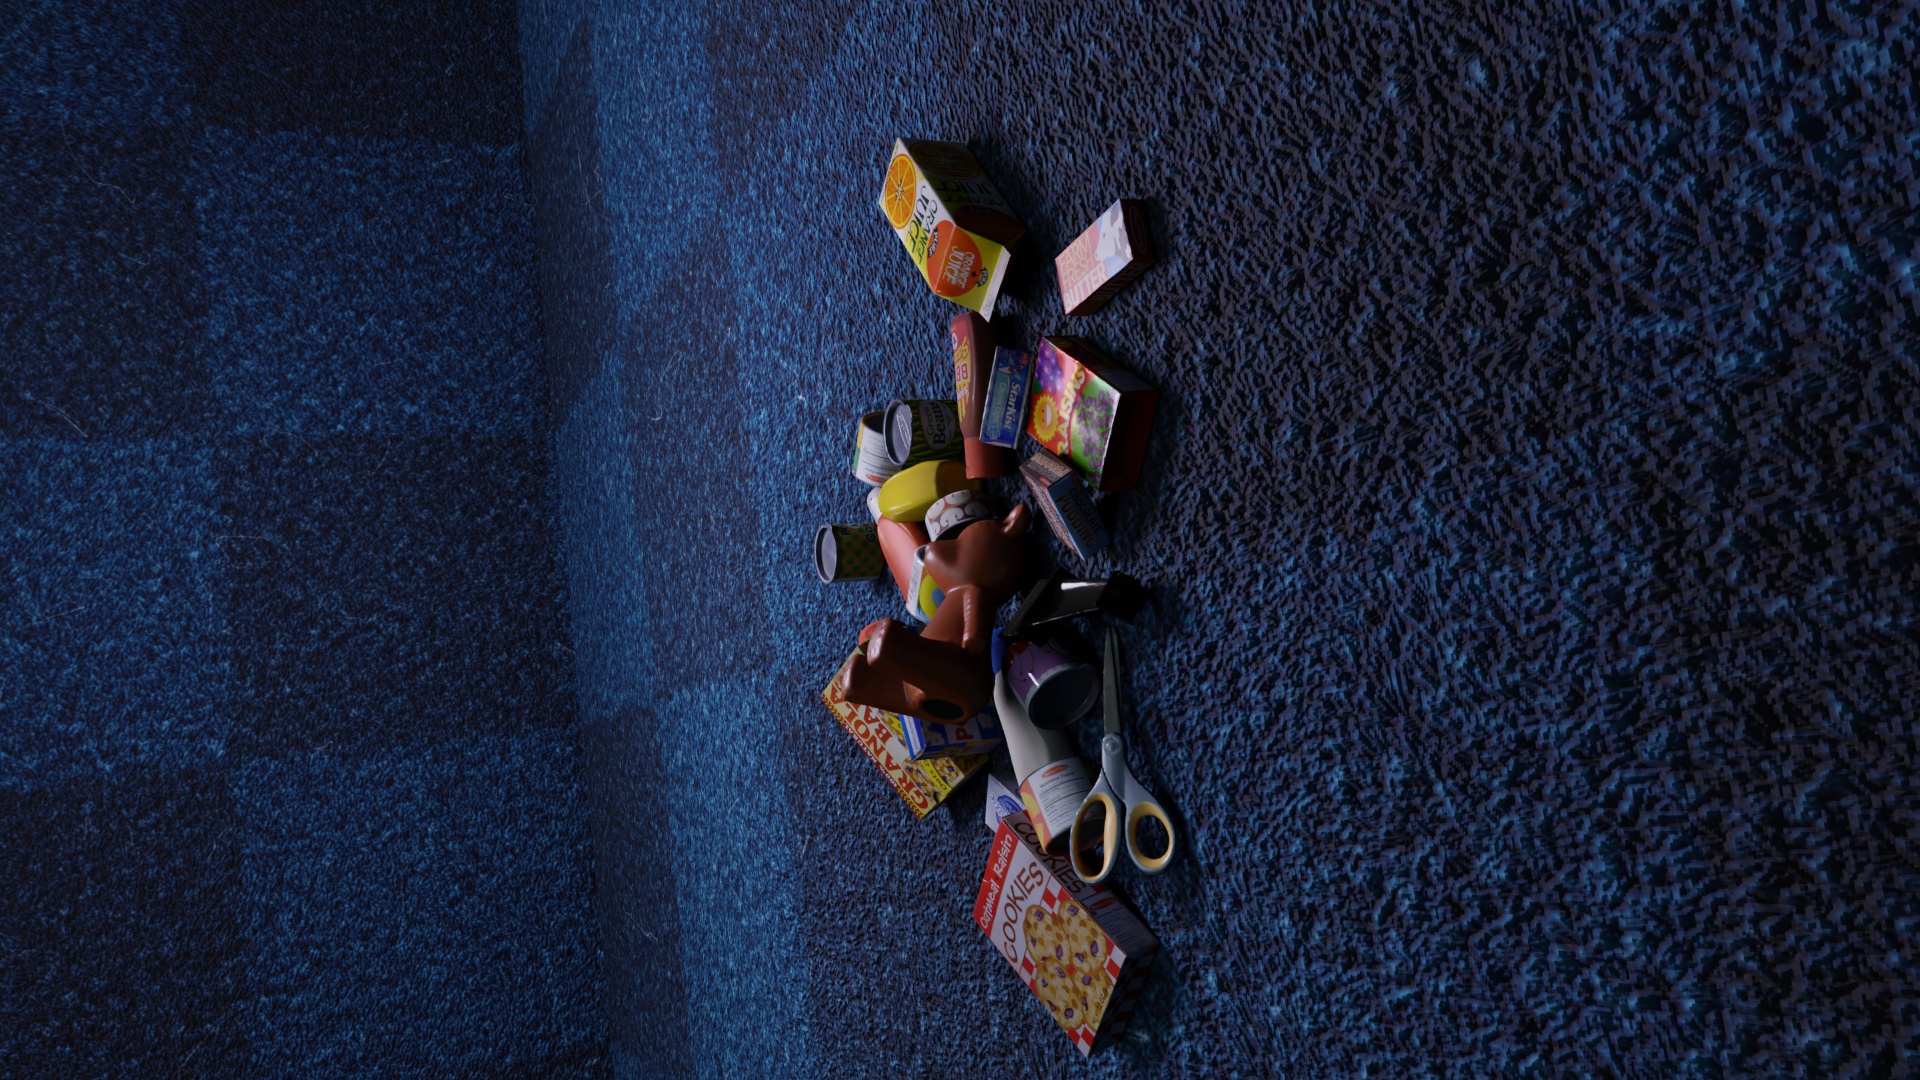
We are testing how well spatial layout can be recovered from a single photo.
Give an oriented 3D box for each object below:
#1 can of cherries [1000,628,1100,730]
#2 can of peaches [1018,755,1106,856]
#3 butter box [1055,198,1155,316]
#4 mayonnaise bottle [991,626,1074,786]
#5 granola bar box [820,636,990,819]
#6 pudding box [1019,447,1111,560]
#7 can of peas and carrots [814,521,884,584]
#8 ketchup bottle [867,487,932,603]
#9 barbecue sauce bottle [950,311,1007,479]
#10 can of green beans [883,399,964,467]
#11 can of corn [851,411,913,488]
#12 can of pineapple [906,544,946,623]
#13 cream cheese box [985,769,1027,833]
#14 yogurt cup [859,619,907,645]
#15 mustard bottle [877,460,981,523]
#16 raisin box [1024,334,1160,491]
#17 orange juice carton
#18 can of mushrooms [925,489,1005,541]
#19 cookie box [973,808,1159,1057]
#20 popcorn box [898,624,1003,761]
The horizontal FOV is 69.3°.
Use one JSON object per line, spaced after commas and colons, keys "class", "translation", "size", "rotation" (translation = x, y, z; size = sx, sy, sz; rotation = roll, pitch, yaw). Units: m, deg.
{"class": "can of cherries", "translation": [0.076, 0.112, 1.156], "size": [0.058, 0.071, 0.071], "rotation": [55, 139, 48]}
{"class": "can of peaches", "translation": [0.090, 0.220, 1.141], "size": [0.058, 0.071, 0.070], "rotation": [66, 146, 34]}
{"class": "butter box", "translation": [0.112, -0.220, 1.089], "size": [0.103, 0.024, 0.053], "rotation": [-34, 62, 59]}
{"class": "mayonnaise bottle", "translation": [0.058, 0.147, 1.220], "size": [0.064, 0.041, 0.148], "rotation": [-54, 45, 50]}
{"class": "granola bar box", "translation": [-0.059, 0.185, 1.377], "size": [0.166, 0.039, 0.123], "rotation": [49, 143, 10]}
{"class": "pudding box", "translation": [0.085, -0.029, 1.114], "size": [0.050, 0.030, 0.083], "rotation": [43, 167, 53]}
{"class": "can of peas and carrots", "translation": [-0.123, 0.011, 1.538], "size": [0.071, 0.059, 0.071], "rotation": [11, 102, 62]}
{"class": "ketchup bottle", "translation": [-0.056, 0.002, 1.421], "size": [0.149, 0.043, 0.064], "rotation": [60, 140, 41]}
{"class": "barbecue sauce bottle", "translation": [0.019, -0.130, 1.259], "size": [0.065, 0.044, 0.148], "rotation": [173, 93, -75]}
{"class": "can of green beans", "translation": [-0.036, -0.105, 1.355], "size": [0.071, 0.058, 0.071], "rotation": [13, 104, 62]}
{"class": "can of corn", "translation": [-0.074, -0.094, 1.424], "size": [0.071, 0.071, 0.058], "rotation": [50, 135, 49]}
{"class": "can of pineapple", "translation": [-0.014, 0.042, 1.323], "size": [0.071, 0.071, 0.057], "rotation": [43, 130, 53]}
{"class": "cream cheese box", "translation": [0.057, 0.253, 1.251], "size": [0.104, 0.024, 0.053], "rotation": [31, 122, 58]}
{"class": "yogurt cup", "translation": [-0.075, 0.119, 1.453], "size": [0.072, 0.072, 0.054], "rotation": [116, 149, -44]}
{"class": "mustard bottle", "translation": [-0.042, -0.045, 1.355], "size": [0.160, 0.065, 0.049], "rotation": [-12, 72, 57]}
{"class": "raisin box", "translation": [0.102, -0.103, 1.106], "size": [0.124, 0.040, 0.085], "rotation": [46, 133, 50]}
{"class": "orange juice carton", "translation": [-0.002, -0.282, 1.252], "size": [0.193, 0.073, 0.071], "rotation": [62, 144, 38]}
{"class": "can of mushrooms", "translation": [0.005, -0.016, 1.281], "size": [0.070, 0.071, 0.033], "rotation": [-59, 42, 48]}
{"class": "cookie box", "translation": [0.082, 0.324, 1.162], "size": [0.168, 0.040, 0.122], "rotation": [43, 131, 40]}
{"class": "popcorn box", "translation": [-0.019, 0.142, 1.319], "size": [0.038, 0.085, 0.127], "rotation": [-53, 47, 50]}
